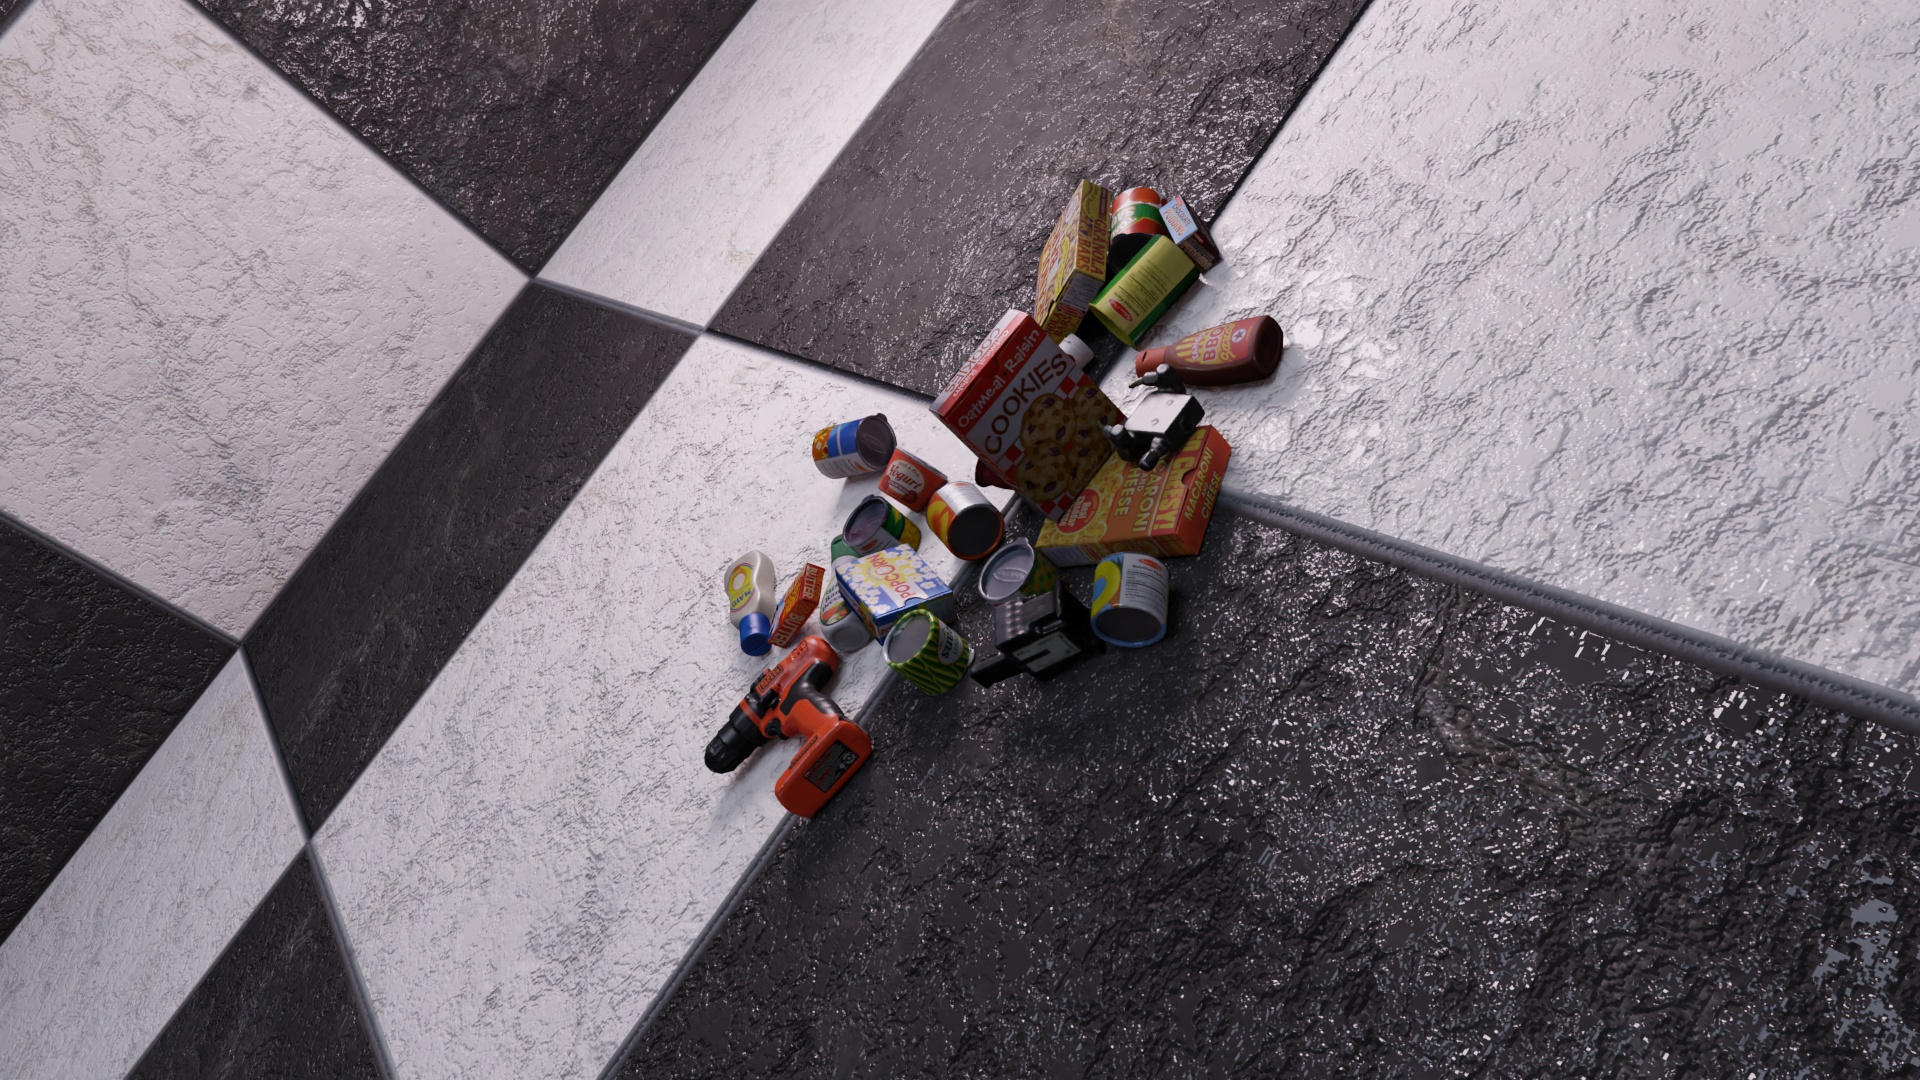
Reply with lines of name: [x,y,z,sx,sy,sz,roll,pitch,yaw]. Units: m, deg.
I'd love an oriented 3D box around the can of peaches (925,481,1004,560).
can of peaches: [0.005,-0.018,1.434,0.071,0.071,0.058,-47,35,3]

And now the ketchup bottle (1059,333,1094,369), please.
ketchup bottle: [0.081,-0.159,1.503,0.149,0.043,0.065,-47,35,3]

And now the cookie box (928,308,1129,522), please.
cookie box: [0.068,-0.115,1.293,0.123,0.167,0.040,-52,33,-5]

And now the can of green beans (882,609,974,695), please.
can of green beans: [-0.033,0.109,1.356,0.071,0.057,0.071,-29,39,27]

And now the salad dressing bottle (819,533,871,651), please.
salad dressing bottle: [-0.124,0.054,1.523,0.064,0.044,0.148,-28,39,19]

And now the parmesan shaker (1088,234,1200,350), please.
parmesan shaker: [0.196,-0.261,1.461,0.103,0.071,0.071,-46,34,2]

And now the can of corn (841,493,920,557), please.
can of corn: [-0.086,-0.008,1.528,0.071,0.058,0.071,-29,39,27]

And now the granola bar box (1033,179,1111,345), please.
granola bar box: [0.122,-0.304,1.552,0.123,0.039,0.166,121,163,-47]

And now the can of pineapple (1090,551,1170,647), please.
can of pineapple: [0.147,0.053,1.207,0.071,0.071,0.058,-21,43,34]

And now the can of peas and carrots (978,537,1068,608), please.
can of peas and carrots: [0.061,0.042,1.317,0.071,0.058,0.071,-29,39,26]

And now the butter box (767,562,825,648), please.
butter box: [-0.184,0.073,1.553,0.103,0.024,0.053,-50,26,46]

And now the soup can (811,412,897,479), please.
soup can: [-0.127,-0.113,1.669,0.083,0.071,0.071,-9,51,44]

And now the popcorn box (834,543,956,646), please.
popcorn box: [-0.068,0.054,1.432,0.085,0.038,0.127,-18,29,-18]

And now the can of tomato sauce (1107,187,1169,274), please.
can of tomato sauce: [0.196,-0.339,1.529,0.071,0.071,0.083,-23,42,33]

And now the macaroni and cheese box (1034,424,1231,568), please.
macaroni and cheese box: [0.160,-0.040,1.302,0.166,0.040,0.124,-7,51,45]

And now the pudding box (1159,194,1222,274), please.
pudding box: [0.245,-0.326,1.480,0.030,0.049,0.084,-36,36,21]

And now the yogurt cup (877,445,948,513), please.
yogurt cup: [-0.056,-0.067,1.549,0.054,0.072,0.072,-58,34,1]

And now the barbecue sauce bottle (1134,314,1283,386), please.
barbecue sauce bottle: [0.238,-0.177,1.348,0.148,0.043,0.065,-4,54,46]

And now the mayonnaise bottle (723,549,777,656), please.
mayonnaise bottle: [-0.246,0.076,1.638,0.064,0.041,0.149,-38,35,15]
